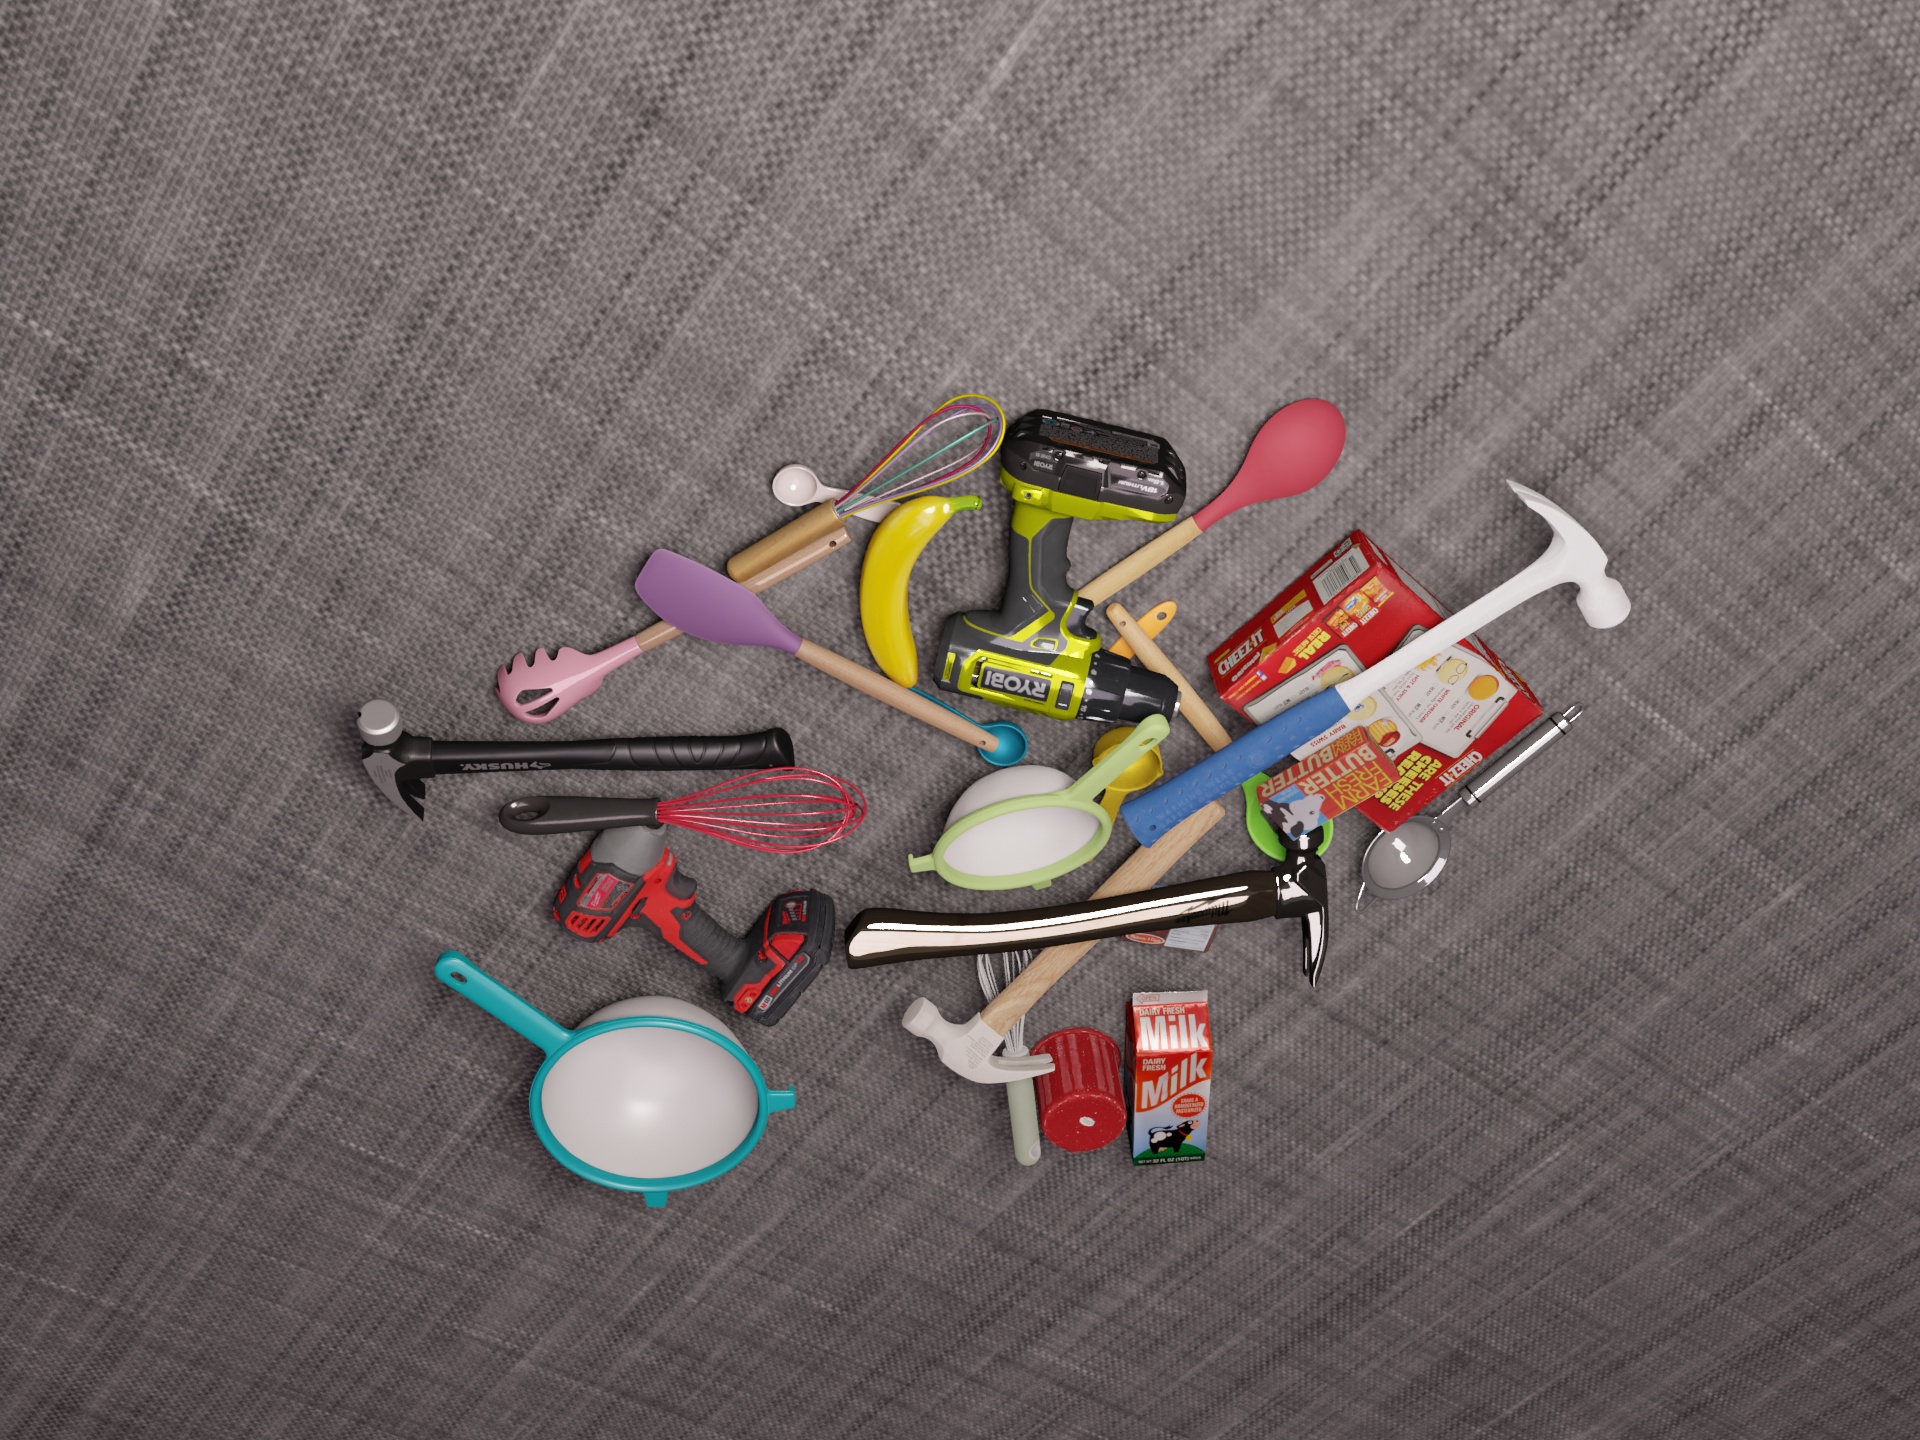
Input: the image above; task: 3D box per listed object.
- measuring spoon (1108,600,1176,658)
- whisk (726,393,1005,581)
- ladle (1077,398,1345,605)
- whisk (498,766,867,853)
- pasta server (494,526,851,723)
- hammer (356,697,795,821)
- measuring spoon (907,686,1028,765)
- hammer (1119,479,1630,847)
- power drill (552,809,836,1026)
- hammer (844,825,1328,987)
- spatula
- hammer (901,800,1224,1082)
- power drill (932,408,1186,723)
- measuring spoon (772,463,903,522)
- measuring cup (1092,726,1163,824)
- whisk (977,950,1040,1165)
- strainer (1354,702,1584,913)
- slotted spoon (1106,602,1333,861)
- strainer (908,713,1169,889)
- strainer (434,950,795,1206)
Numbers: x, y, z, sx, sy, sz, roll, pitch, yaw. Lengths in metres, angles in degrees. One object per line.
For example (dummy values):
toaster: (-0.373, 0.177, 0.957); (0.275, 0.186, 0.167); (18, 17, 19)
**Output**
measuring spoon: (0.132, -0.054, 1.284); (0.021, 0.011, 0.117); (35, 114, -24)
whisk: (-0.072, -0.167, 1.163); (0.245, 0.051, 0.047); (-27, 111, 21)
ladle: (0.160, -0.138, 1.224); (0.315, 0.031, 0.069); (-34, 119, 19)
whisk: (-0.223, 0.073, 1.278); (0.296, 0.073, 0.073); (-1, 124, 0)
pasta server: (-0.226, -0.076, 1.238); (0.316, 0.040, 0.060); (-27, 121, 9)
hammer: (-0.300, 0.030, 1.278); (0.334, 0.035, 0.146); (-1, 150, -11)
measuring spoon: (-0.002, -0.004, 1.309); (0.128, 0.021, 0.042); (27, 123, -10)
hammer: (0.297, -0.027, 1.210); (0.405, 0.035, 0.144); (-33, 120, 14)
power drill: (-0.223, 0.161, 1.366); (0.219, 0.079, 0.143); (29, 116, -18)
hammer: (0.108, 0.178, 1.348); (0.410, 0.038, 0.146); (-7, 107, -3)
spatula: (-0.106, -0.045, 1.240); (0.315, 0.018, 0.059); (26, 120, -19)
hammer: (0.106, 0.188, 1.385); (0.130, 0.031, 0.331); (41, 99, -14)
power drill: (0.092, -0.102, 1.195); (0.190, 0.080, 0.228); (13, 120, 0)
measuring spoon: (-0.082, -0.168, 1.196); (0.124, 0.018, 0.034); (14, 129, -21)
measuring cup: (0.126, 0.064, 1.360); (0.062, 0.029, 0.156); (10, 134, -11)
whisk: (0.048, 0.295, 1.453); (0.059, 0.058, 0.246); (5, 108, 40)
strainer: (0.433, 0.071, 1.372); (0.258, 0.050, 0.086); (-43, 123, 15)
slotted spoon: (0.213, 0.011, 1.320); (0.070, 0.031, 0.313); (-34, 120, 17)
strainer: (0.075, 0.050, 1.289); (0.151, 0.069, 0.256); (12, 140, -35)
strainer: (-0.324, 0.286, 1.430); (0.211, 0.095, 0.340); (-40, 115, 17)
